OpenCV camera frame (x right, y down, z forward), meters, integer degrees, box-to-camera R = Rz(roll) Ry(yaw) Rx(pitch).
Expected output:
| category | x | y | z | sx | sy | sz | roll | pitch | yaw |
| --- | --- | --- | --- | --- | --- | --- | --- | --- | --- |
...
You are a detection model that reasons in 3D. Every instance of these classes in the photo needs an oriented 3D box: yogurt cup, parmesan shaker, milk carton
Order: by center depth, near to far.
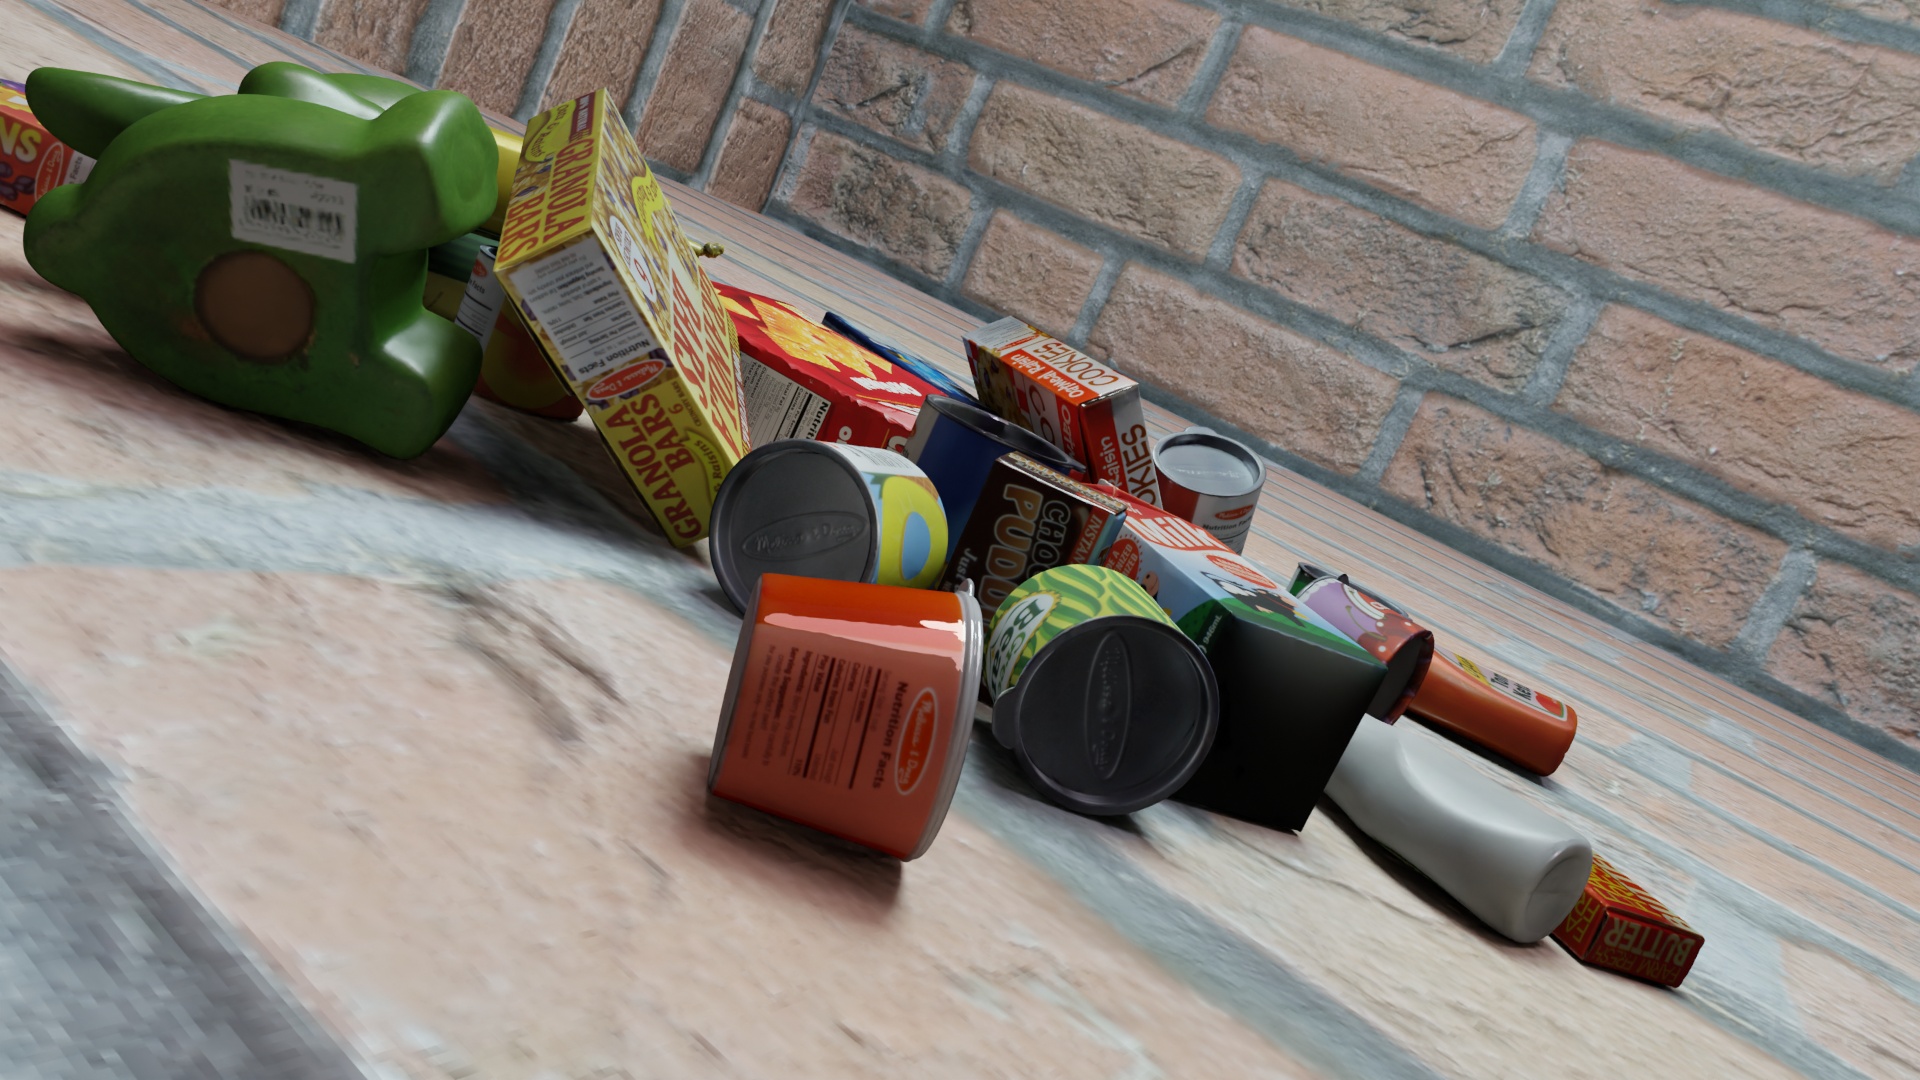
| category | x | y | z | sx | sy | sz | roll | pitch | yaw |
| --- | --- | --- | --- | --- | --- | --- | --- | --- | --- |
| yogurt cup | -0.030 | 0.040 | 0.341 | 0.054 | 0.072 | 0.072 | 14 | 13 | -11 |
| milk carton | 0.080 | 0.033 | 0.569 | 0.073 | 0.072 | 0.191 | 19 | 12 | -23 |
| parmesan shaker | -0.281 | -0.149 | 0.682 | 0.103 | 0.071 | 0.071 | 14 | 15 | -44 |

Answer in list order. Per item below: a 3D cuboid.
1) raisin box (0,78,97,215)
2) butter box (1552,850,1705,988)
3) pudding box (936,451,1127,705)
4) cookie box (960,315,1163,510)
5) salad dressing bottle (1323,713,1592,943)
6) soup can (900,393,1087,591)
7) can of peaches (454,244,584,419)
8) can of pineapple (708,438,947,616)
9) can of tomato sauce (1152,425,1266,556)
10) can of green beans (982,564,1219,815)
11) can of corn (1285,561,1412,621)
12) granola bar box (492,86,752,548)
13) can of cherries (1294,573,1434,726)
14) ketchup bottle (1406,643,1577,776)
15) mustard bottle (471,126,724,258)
| category | x | y | z | sx | sy | sz | roll | pitch | yaw |
| --- | --- | --- | --- | --- | --- | --- | --- | --- | --- |
| raisin box | -0.374 | -0.158 | 0.596 | 0.123 | 0.040 | 0.086 | 23 | 12 | -1 |
| butter box | 0.239 | 0.135 | 0.556 | 0.053 | 0.024 | 0.104 | 21 | 12 | -20 |
| pudding box | 0.021 | 0.016 | 0.501 | 0.050 | 0.083 | 0.030 | 27 | 14 | 11 |
| cookie box | 0.061 | -0.053 | 0.819 | 0.040 | 0.122 | 0.168 | -23 | 28 | -13 |
| salad dressing bottle | 0.170 | 0.096 | 0.544 | 0.064 | 0.044 | 0.148 | 13 | 15 | -39 |
| soup can | 0.002 | -0.007 | 0.564 | 0.071 | 0.083 | 0.071 | 23 | 11 | -5 |
| can of peaches | -0.191 | -0.093 | 0.626 | 0.071 | 0.058 | 0.071 | 23 | 10 | -4 |
| can of pineapple | -0.045 | 0.000 | 0.488 | 0.071 | 0.071 | 0.058 | 29 | 11 | 21 |
| can of tomato sauce | 0.138 | -0.014 | 0.825 | 0.071 | 0.082 | 0.071 | 5 | 37 | -4 |
| can of green beans | 0.043 | 0.046 | 0.451 | 0.071 | 0.071 | 0.058 | 22 | 11 | -14 |
| can of corn | 0.208 | 0.053 | 0.776 | 0.071 | 0.058 | 0.071 | 23 | 11 | -5 |
| granola bar box | -0.127 | -0.092 | 0.542 | 0.166 | 0.039 | 0.123 | -109 | 174 | -55 |
| can of cherries | 0.197 | 0.058 | 0.701 | 0.058 | 0.071 | 0.071 | 33 | 14 | 37 |
| ketchup bottle | 0.283 | 0.086 | 0.821 | 0.149 | 0.043 | 0.065 | 26 | 12 | 13 |
| mustard bottle | -0.188 | -0.156 | 0.645 | 0.160 | 0.048 | 0.065 | 16 | 8 | -17 |
